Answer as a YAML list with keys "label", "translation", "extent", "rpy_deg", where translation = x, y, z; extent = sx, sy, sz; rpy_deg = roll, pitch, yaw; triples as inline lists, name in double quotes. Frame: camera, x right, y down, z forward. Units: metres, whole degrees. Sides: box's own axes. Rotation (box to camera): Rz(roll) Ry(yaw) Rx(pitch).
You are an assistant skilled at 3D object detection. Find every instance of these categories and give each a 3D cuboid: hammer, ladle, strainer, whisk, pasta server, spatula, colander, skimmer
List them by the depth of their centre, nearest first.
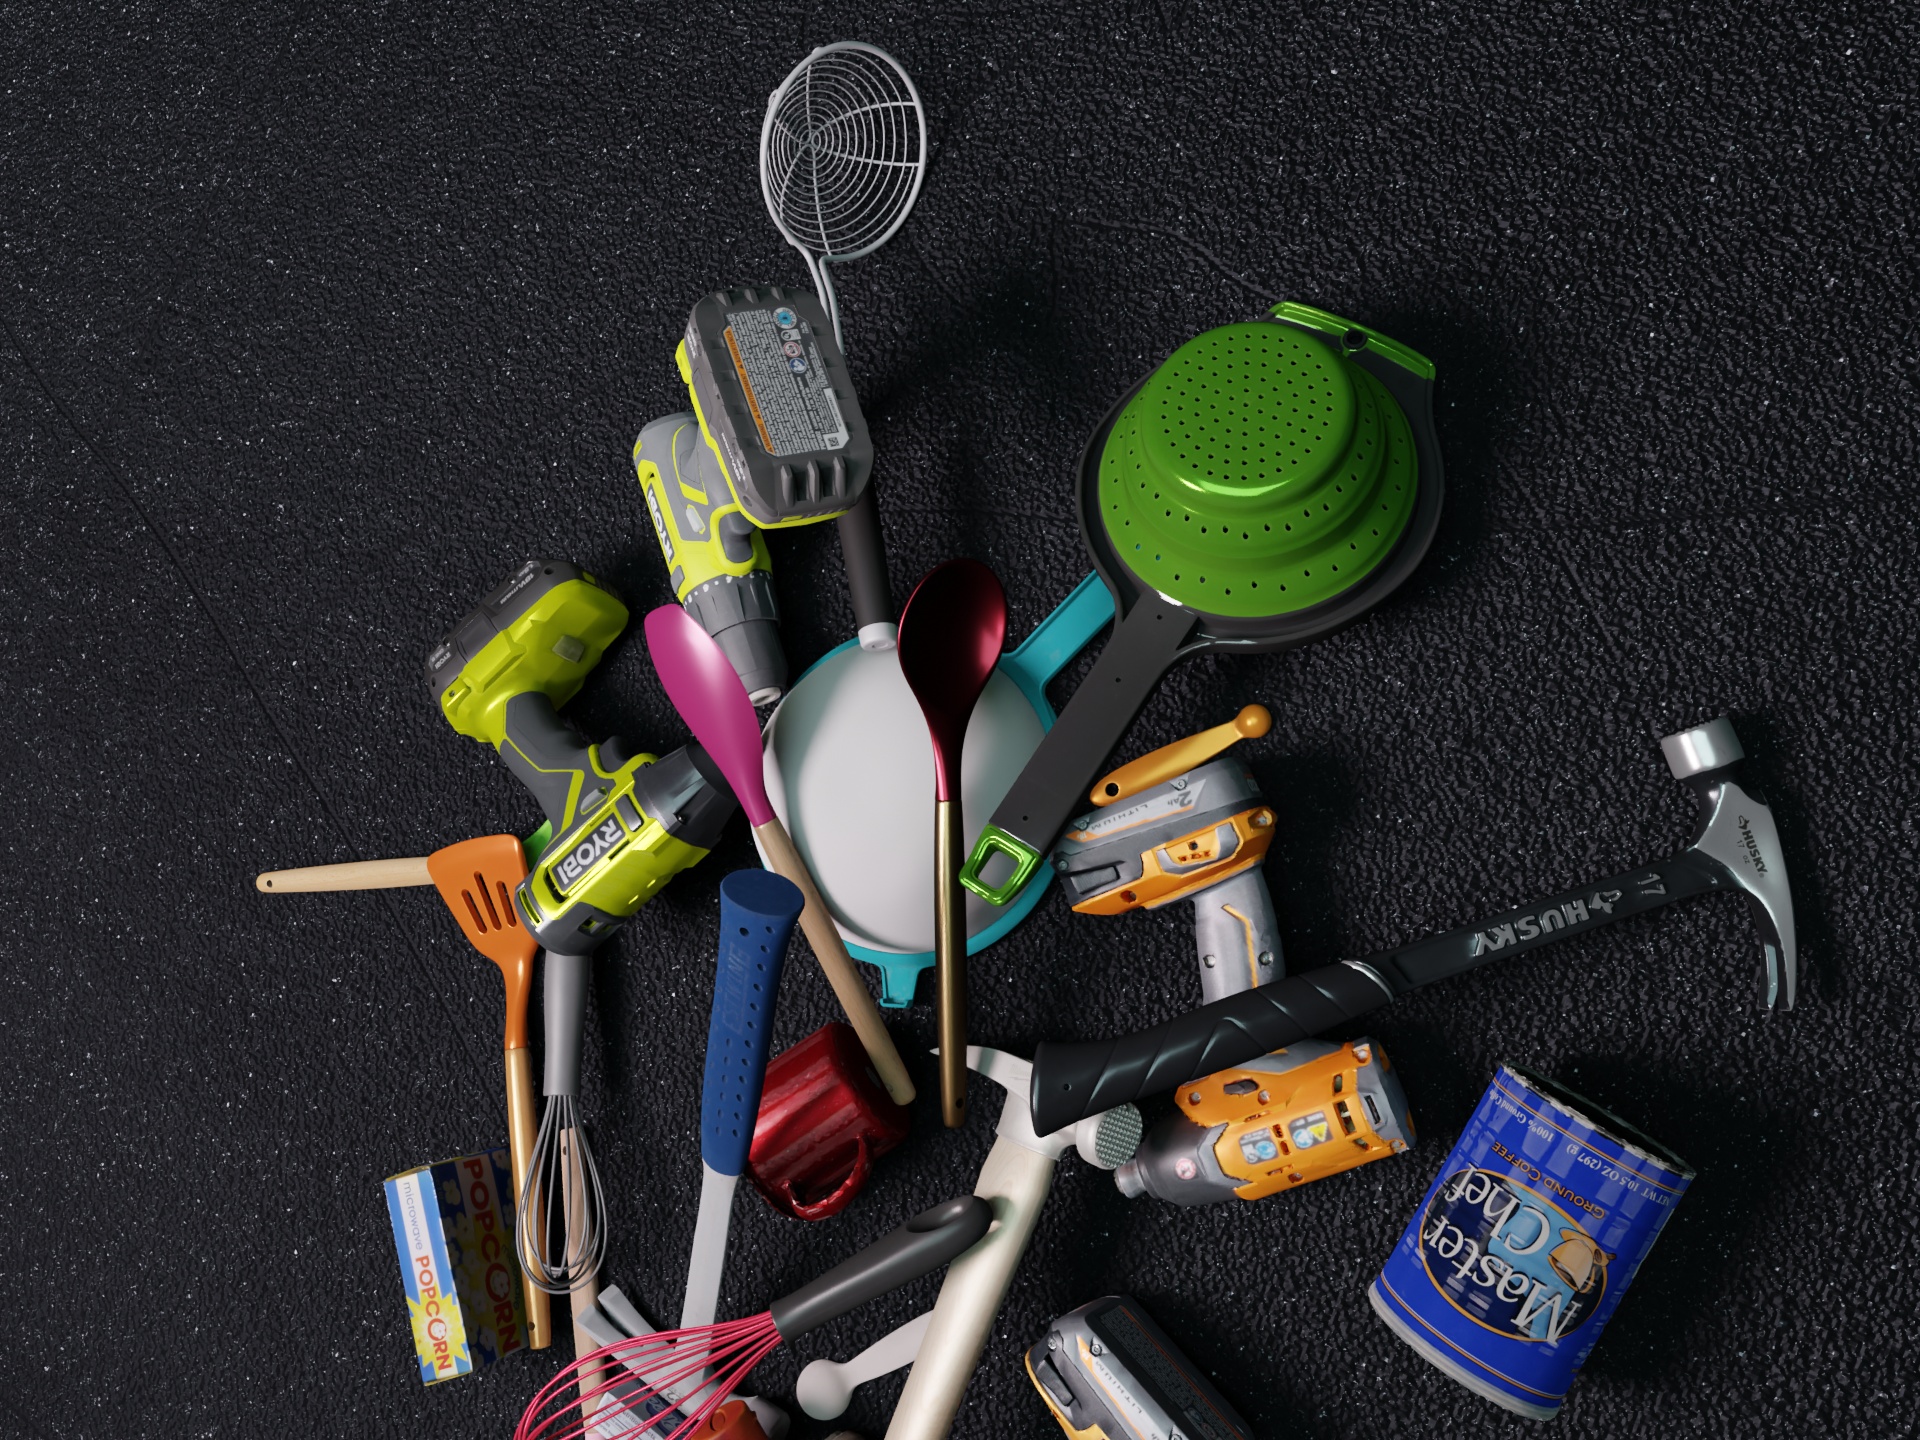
- label: "hammer"
  translation: [0.227, 0.131, 0.806]
  extent: [0.409, 0.036, 0.149]
  rpy_deg: [-19, 81, -3]
- label: "colander"
  translation: [0.112, -0.080, 0.847]
  extent: [0.205, 0.094, 0.397]
  rpy_deg: [30, 79, 23]
- label: "whisk"
  translation: [-0.112, 0.332, 0.849]
  extent: [0.296, 0.073, 0.073]
  rpy_deg: [-30, 75, 3]
- label: "hammer"
  translation: [-0.028, 0.381, 0.860]
  extent: [0.146, 0.038, 0.411]
  rpy_deg: [10, 76, 50]
- label: "ladle"
  translation: [-0.005, 0.069, 0.874]
  extent: [0.031, 0.069, 0.315]
  rpy_deg: [8, 100, 59]
- label: "hammer"
  translation: [-0.137, 0.248, 0.877]
  extent: [0.144, 0.035, 0.405]
  rpy_deg: [25, 124, 20]
- label: "strainer"
  translation: [-0.001, -0.003, 0.930]
  extent: [0.340, 0.095, 0.211]
  rpy_deg: [-45, 72, 11]
- label: "skimmer"
  translation: [-0.053, -0.224, 0.945]
  extent: [0.090, 0.127, 0.363]
  rpy_deg: [-22, 70, 38]
- label: "pasta server"
  translation: [-0.234, 0.417, 0.994]
  extent: [0.060, 0.040, 0.316]
  rpy_deg: [-12, 79, 25]
- label: "whisk"
  translation: [-0.247, 0.233, 0.998]
  extent: [0.055, 0.055, 0.239]
  rpy_deg: [-7, 75, 18]
- label: "spatula"
  translation: [-0.291, 0.237, 1.025]
  extent: [0.081, 0.041, 0.323]
  rpy_deg: [-14, 76, 24]

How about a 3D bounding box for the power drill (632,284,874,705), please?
- label: "power drill"
  translation: [-0.126, -0.127, 0.938]
  extent: [0.080, 0.228, 0.191]
  rpy_deg: [-14, 76, -25]

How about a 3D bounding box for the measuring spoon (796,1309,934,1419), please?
- label: "measuring spoon"
  translation: [-0.047, 0.379, 0.943]
  extent: [0.124, 0.018, 0.034]
  rpy_deg: [-33, 74, 12]

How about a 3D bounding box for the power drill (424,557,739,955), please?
- label: "power drill"
  translation: [-0.231, 0.011, 0.991]
  extent: [0.171, 0.080, 0.223]
  rpy_deg: [-42, 60, 9]

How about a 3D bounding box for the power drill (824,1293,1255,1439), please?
- label: "power drill"
  translation: [0.028, 0.422, 0.882]
  extent: [0.185, 0.084, 0.226]
  rpy_deg: [43, 103, 25]

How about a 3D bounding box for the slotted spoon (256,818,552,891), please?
- label: "slotted spoon"
  translation: [-0.351, 0.099, 1.076]
  extent: [0.314, 0.031, 0.070]
  rpy_deg: [-6, 93, 20]

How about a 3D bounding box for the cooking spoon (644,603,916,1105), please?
- label: "cooking spoon"
  translation: [-0.099, 0.080, 0.903]
  extent: [0.069, 0.017, 0.319]
  rpy_deg: [-16, 103, 47]

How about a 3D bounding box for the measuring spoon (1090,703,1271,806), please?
- label: "measuring spoon"
  translation: [0.127, 0.021, 0.926]
  extent: [0.117, 0.011, 0.021]
  rpy_deg: [-27, 76, 15]

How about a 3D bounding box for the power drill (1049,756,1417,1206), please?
- label: "power drill"
  translation: [0.131, 0.151, 0.876]
  extent: [0.164, 0.084, 0.226]
  rpy_deg: [-24, 81, 15]
